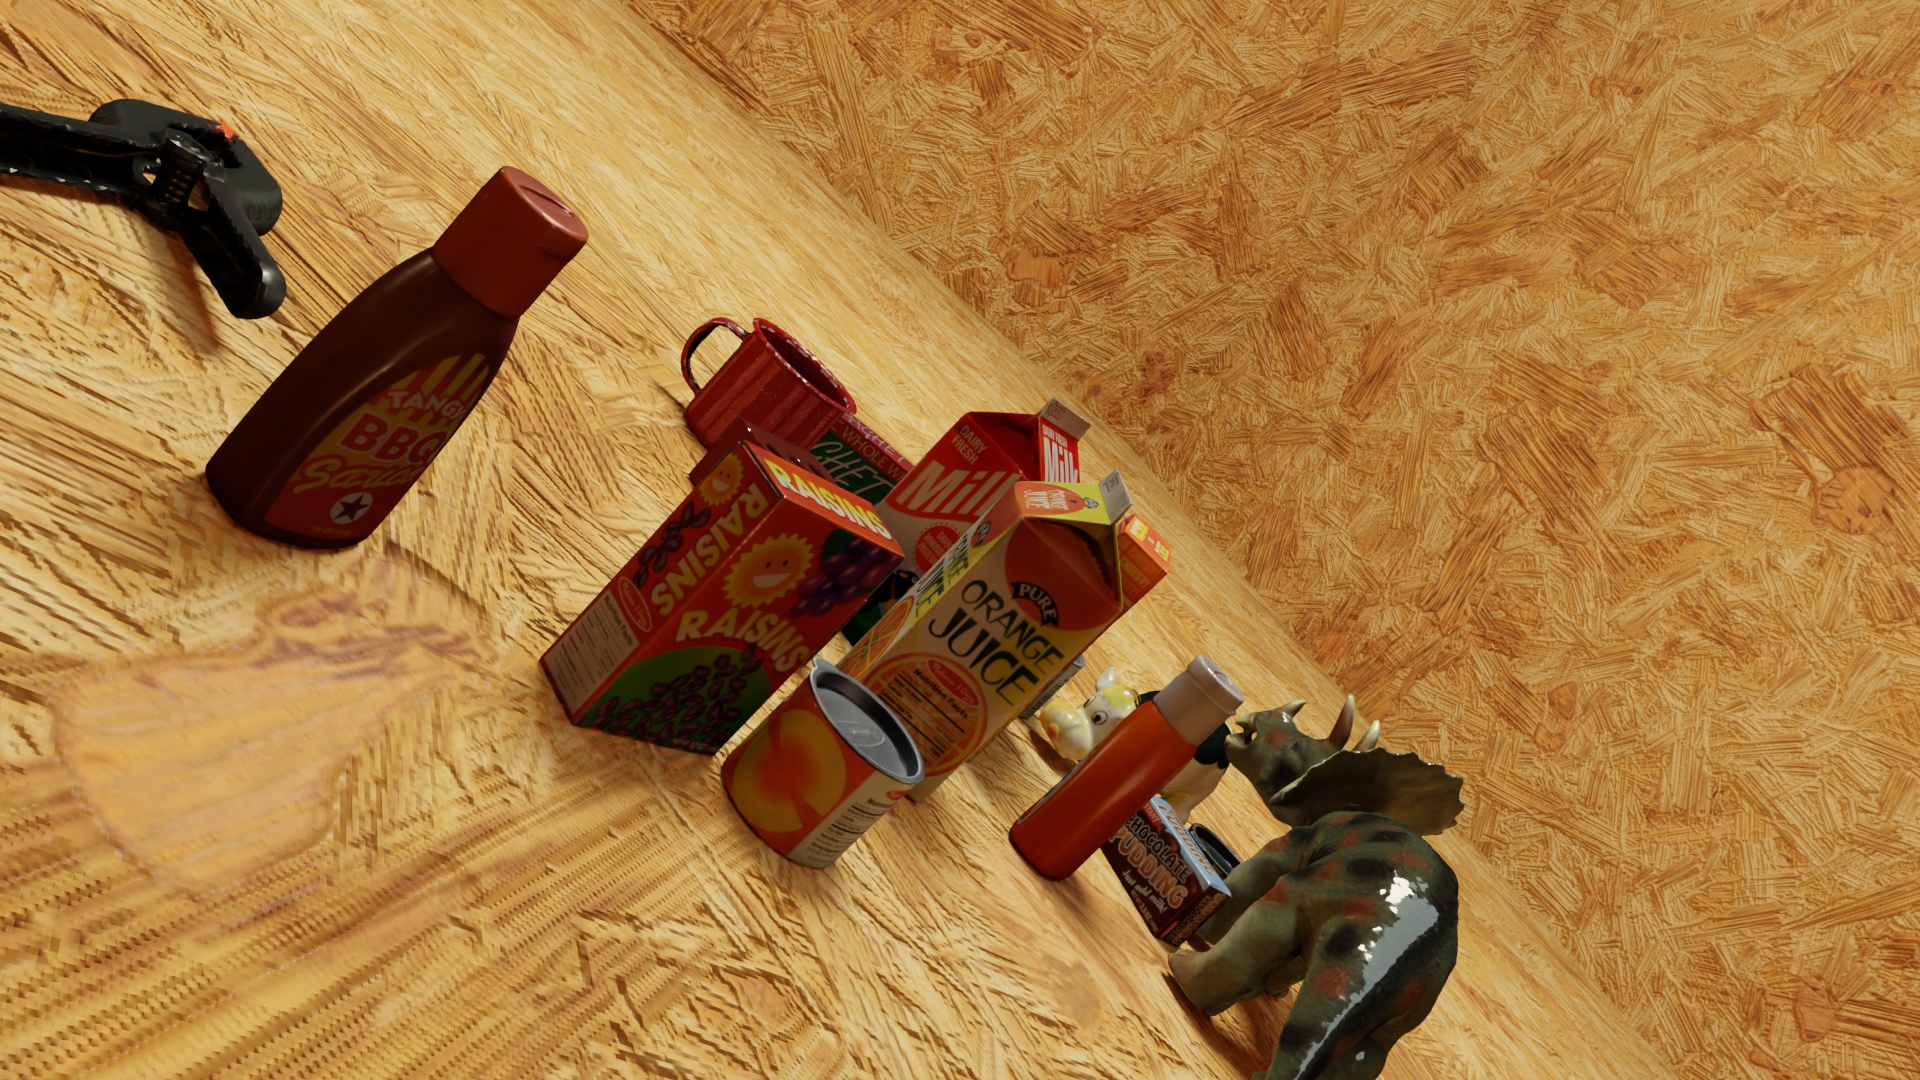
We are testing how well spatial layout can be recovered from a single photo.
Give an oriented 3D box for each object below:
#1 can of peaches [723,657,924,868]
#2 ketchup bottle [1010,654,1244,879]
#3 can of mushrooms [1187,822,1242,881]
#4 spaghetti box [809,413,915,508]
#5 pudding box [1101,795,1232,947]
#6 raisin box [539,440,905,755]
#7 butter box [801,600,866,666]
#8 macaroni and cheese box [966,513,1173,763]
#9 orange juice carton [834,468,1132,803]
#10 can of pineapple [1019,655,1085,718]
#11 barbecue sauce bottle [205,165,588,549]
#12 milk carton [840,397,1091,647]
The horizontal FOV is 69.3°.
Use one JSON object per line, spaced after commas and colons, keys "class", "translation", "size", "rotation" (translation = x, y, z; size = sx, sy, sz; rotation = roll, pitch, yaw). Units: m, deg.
{"class": "can of peaches", "translation": [-0.060, 0.095, 0.596], "size": [0.071, 0.058, 0.071], "rotation": [42, 12, -11]}
{"class": "ketchup bottle", "translation": [0.096, 0.128, 0.789], "size": [0.043, 0.148, 0.065], "rotation": [48, 12, 18]}
{"class": "can of mushrooms", "translation": [0.174, 0.233, 0.977], "size": [0.071, 0.033, 0.071], "rotation": [42, 12, -10]}
{"class": "spaghetti box", "translation": [-0.065, -0.049, 1.104], "size": [0.249, 0.050, 0.029], "rotation": [38, 13, -28]}
{"class": "pudding box", "translation": [0.127, 0.205, 0.873], "size": [0.030, 0.049, 0.084], "rotation": [35, 15, -41]}
{"class": "raisin box", "translation": [-0.094, 0.026, 0.560], "size": [0.086, 0.123, 0.040], "rotation": [29, 19, -54]}
{"class": "butter box", "translation": [-0.078, 0.027, 0.785], "size": [0.024, 0.053, 0.104], "rotation": [41, 12, -15]}
{"class": "macaroni and cheese box", "translation": [0.059, 0.056, 0.871], "size": [0.040, 0.166, 0.124], "rotation": [45, 11, 3]}
{"class": "orange juice carton", "translation": [0.018, 0.039, 0.727], "size": [0.073, 0.192, 0.072], "rotation": [42, 11, -11]}
{"class": "can of pineapple", "translation": [0.045, 0.084, 0.996], "size": [0.071, 0.057, 0.071], "rotation": [42, 12, -11]}
{"class": "barbecue sauce bottle", "translation": [-0.189, -0.062, 0.479], "size": [0.044, 0.148, 0.065], "rotation": [48, 12, 18]}
{"class": "milk carton", "translation": [0.003, -0.011, 0.852], "size": [0.073, 0.190, 0.072], "rotation": [49, 12, 23]}
